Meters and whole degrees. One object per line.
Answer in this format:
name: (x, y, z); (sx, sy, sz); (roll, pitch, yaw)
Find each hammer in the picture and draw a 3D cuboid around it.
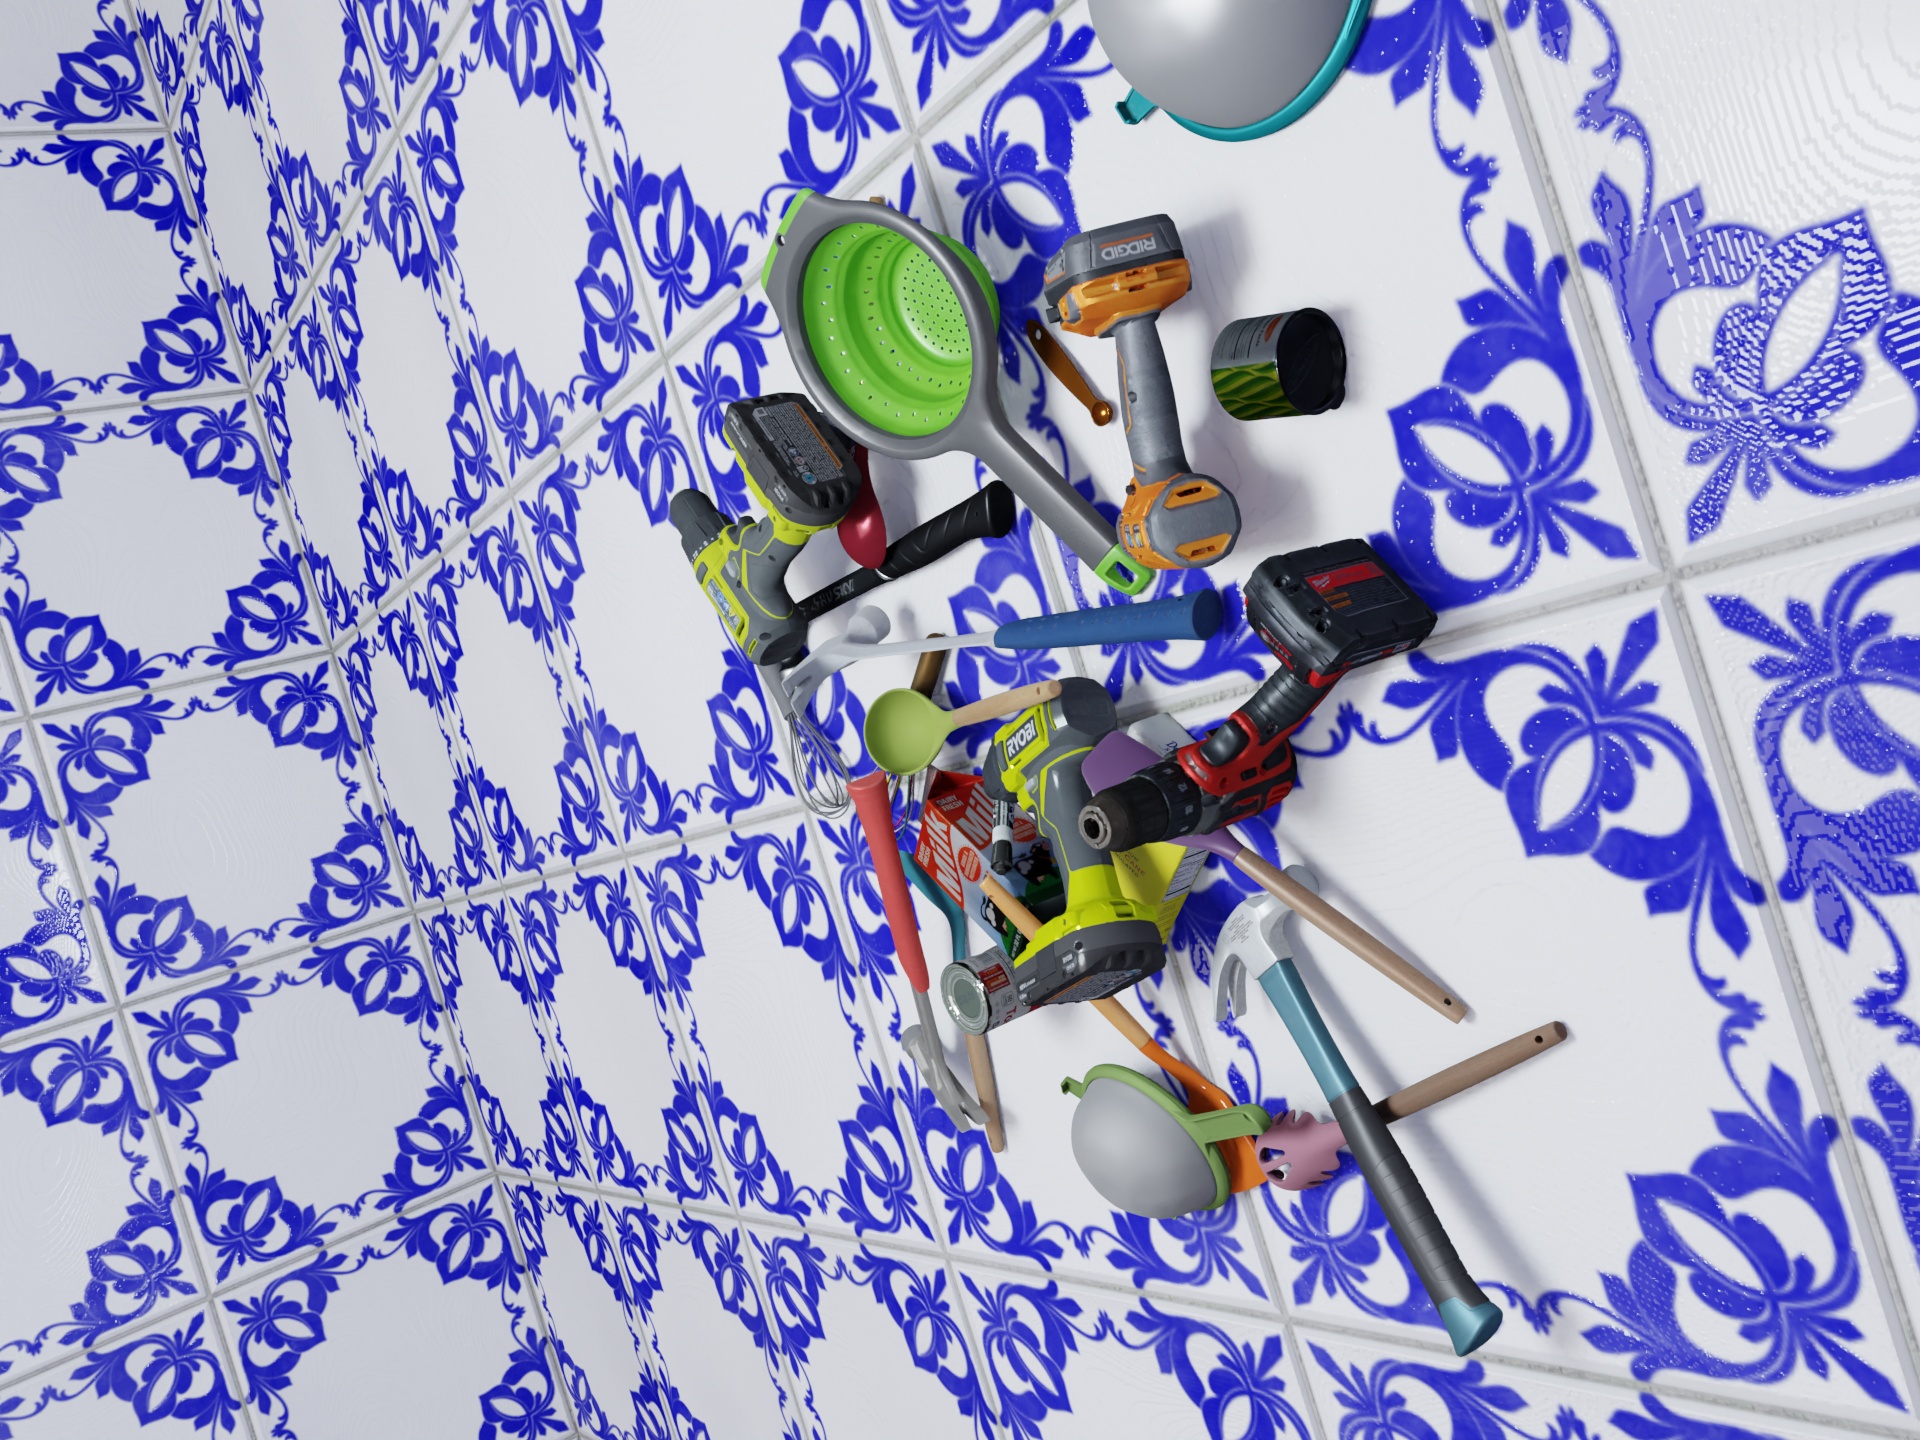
hammer: (0.274, 0.271, 1.102); (0.128, 0.033, 0.331); (-52, 53, 41)
hammer: (-0.078, -0.139, 1.450); (0.409, 0.036, 0.149); (-21, 86, 54)
hammer: (-0.046, 0.208, 1.464); (0.149, 0.036, 0.358); (42, 149, 56)
hammer: (0.023, -0.062, 1.262); (0.405, 0.144, 0.035); (-4, 120, 43)

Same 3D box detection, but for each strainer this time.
strainer: (0.182, -0.443, 0.921); (0.341, 0.095, 0.211); (26, 124, 47)
strainer: (0.159, 0.341, 1.247); (0.151, 0.069, 0.256); (50, 152, 2)

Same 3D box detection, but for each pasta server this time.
pasta server: (0.306, 0.270, 1.117); (0.316, 0.040, 0.060); (-46, 67, 47)

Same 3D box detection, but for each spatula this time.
spatula: (-0.004, 0.268, 1.512); (0.082, 0.044, 0.317); (5, 109, 60)
spatula: (0.127, 0.249, 1.283); (0.322, 0.041, 0.081); (45, 144, 1)
spatula: (0.215, 0.111, 1.114); (0.316, 0.060, 0.018); (36, 161, 21)

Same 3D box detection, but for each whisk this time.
whisk: (-0.052, 0.023, 1.475); (0.051, 0.047, 0.244); (46, 134, 33)
whisk: (-0.171, -0.005, 1.622); (0.239, 0.055, 0.055); (63, 144, 20)

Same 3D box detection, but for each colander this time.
colander: (0.020, -0.258, 1.240); (0.397, 0.094, 0.204); (46, 139, 6)

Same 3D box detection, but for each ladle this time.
ladle: (-0.002, -0.004, 1.295); (0.320, 0.062, 0.078); (163, 100, -67)
ladle: (-0.081, -0.286, 1.370); (0.069, 0.031, 0.315); (21, 112, 49)

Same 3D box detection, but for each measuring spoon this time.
measuring spoon: (0.083, -0.265, 1.205); (0.117, 0.011, 0.021); (57, 141, 27)

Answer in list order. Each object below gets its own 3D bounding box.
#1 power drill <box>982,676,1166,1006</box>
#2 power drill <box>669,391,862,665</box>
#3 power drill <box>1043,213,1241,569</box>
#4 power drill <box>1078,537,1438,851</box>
power drill: (0.077, 0.100, 1.230); (0.171, 0.080, 0.223); (135, 130, -55)
power drill: (-0.185, -0.184, 1.426); (0.191, 0.080, 0.228); (55, 143, 18)
power drill: (0.123, -0.214, 1.090); (0.164, 0.084, 0.226); (-145, 41, -82)
power drill: (0.183, -0.003, 1.031); (0.080, 0.188, 0.226); (52, 136, 25)
